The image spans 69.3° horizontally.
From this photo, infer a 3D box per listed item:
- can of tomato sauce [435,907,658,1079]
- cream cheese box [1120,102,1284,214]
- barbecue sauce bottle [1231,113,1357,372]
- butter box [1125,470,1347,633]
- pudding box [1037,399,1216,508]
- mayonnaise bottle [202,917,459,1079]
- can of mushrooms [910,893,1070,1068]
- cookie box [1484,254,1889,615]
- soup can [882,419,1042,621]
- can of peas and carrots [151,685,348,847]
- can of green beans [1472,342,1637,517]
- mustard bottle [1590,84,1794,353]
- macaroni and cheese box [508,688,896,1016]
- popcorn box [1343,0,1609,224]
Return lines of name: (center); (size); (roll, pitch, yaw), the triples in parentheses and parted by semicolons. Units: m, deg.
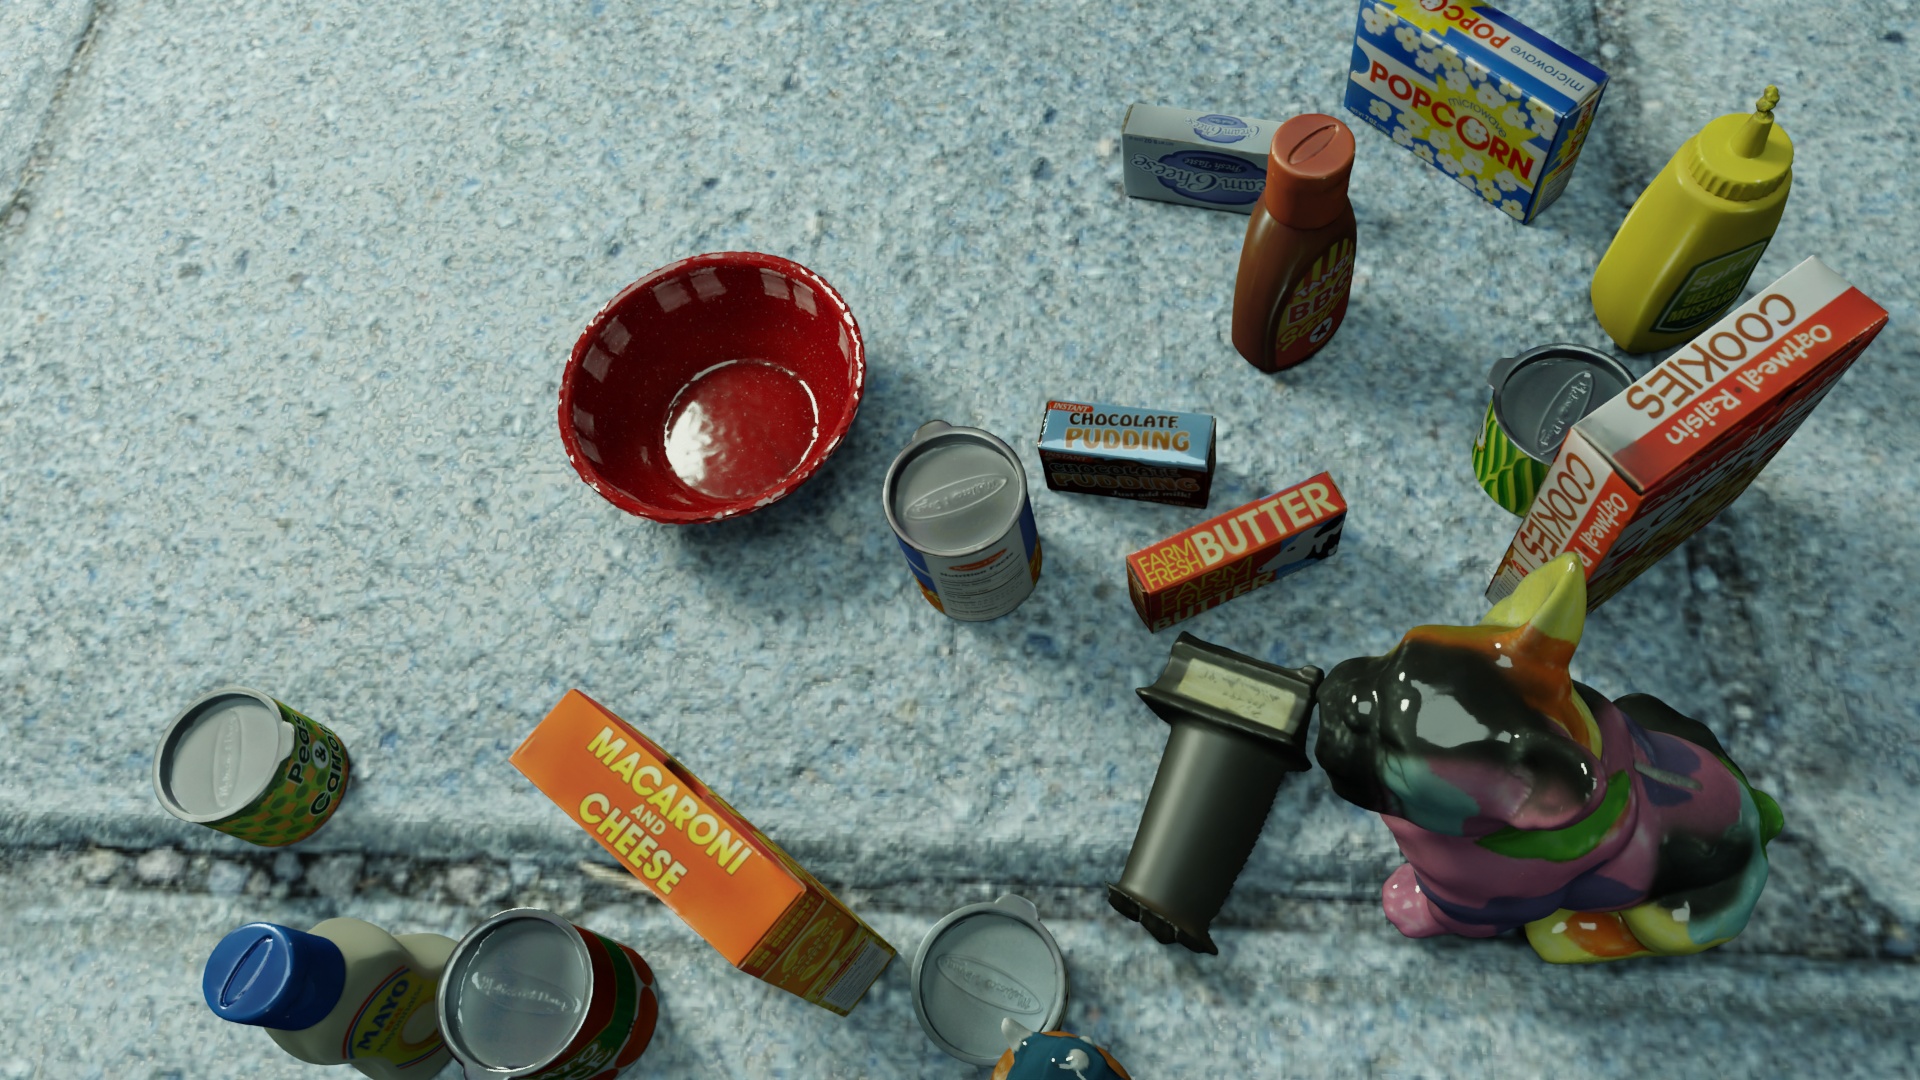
can of tomato sauce: (-0.174, 0.200, 0.595); (0.071, 0.082, 0.071); (-3, 65, 7)
cream cheese box: (0.140, -0.204, 0.751); (0.104, 0.053, 0.024); (12, 68, 14)
barbecue sauce bottle: (0.162, -0.141, 0.666); (0.065, 0.148, 0.044); (-38, 66, -9)
butter box: (0.130, 0.007, 0.655); (0.103, 0.053, 0.024); (-23, 64, -2)
pudding box: (0.083, -0.043, 0.687); (0.084, 0.049, 0.030); (8, 67, 12)
mayonnaise bottle: (-0.252, 0.189, 0.576); (0.041, 0.147, 0.065); (23, 71, 18)
can of mushrooms: (0.015, 0.190, 0.598); (0.071, 0.033, 0.071); (-3, 65, 7)
cookie box: (0.295, -0.028, 0.583); (0.123, 0.167, 0.040); (-35, 65, -8)
soup can: (0.002, -0.008, 0.664); (0.071, 0.083, 0.071); (-3, 65, 7)
can of peas and carrots: (-0.341, 0.110, 0.675); (0.071, 0.058, 0.071); (-3, 65, 7)
can of green beans: (0.280, -0.050, 0.656); (0.071, 0.057, 0.071); (-3, 65, 7)
mustard bottle: (0.340, -0.146, 0.635); (0.065, 0.159, 0.049); (-23, 64, -2)
macaroni and cheese box: (-0.098, 0.132, 0.568); (0.124, 0.166, 0.040); (35, 75, 21)
popcorn box: (0.266, -0.234, 0.728); (0.038, 0.085, 0.127); (-42, 66, -11)
